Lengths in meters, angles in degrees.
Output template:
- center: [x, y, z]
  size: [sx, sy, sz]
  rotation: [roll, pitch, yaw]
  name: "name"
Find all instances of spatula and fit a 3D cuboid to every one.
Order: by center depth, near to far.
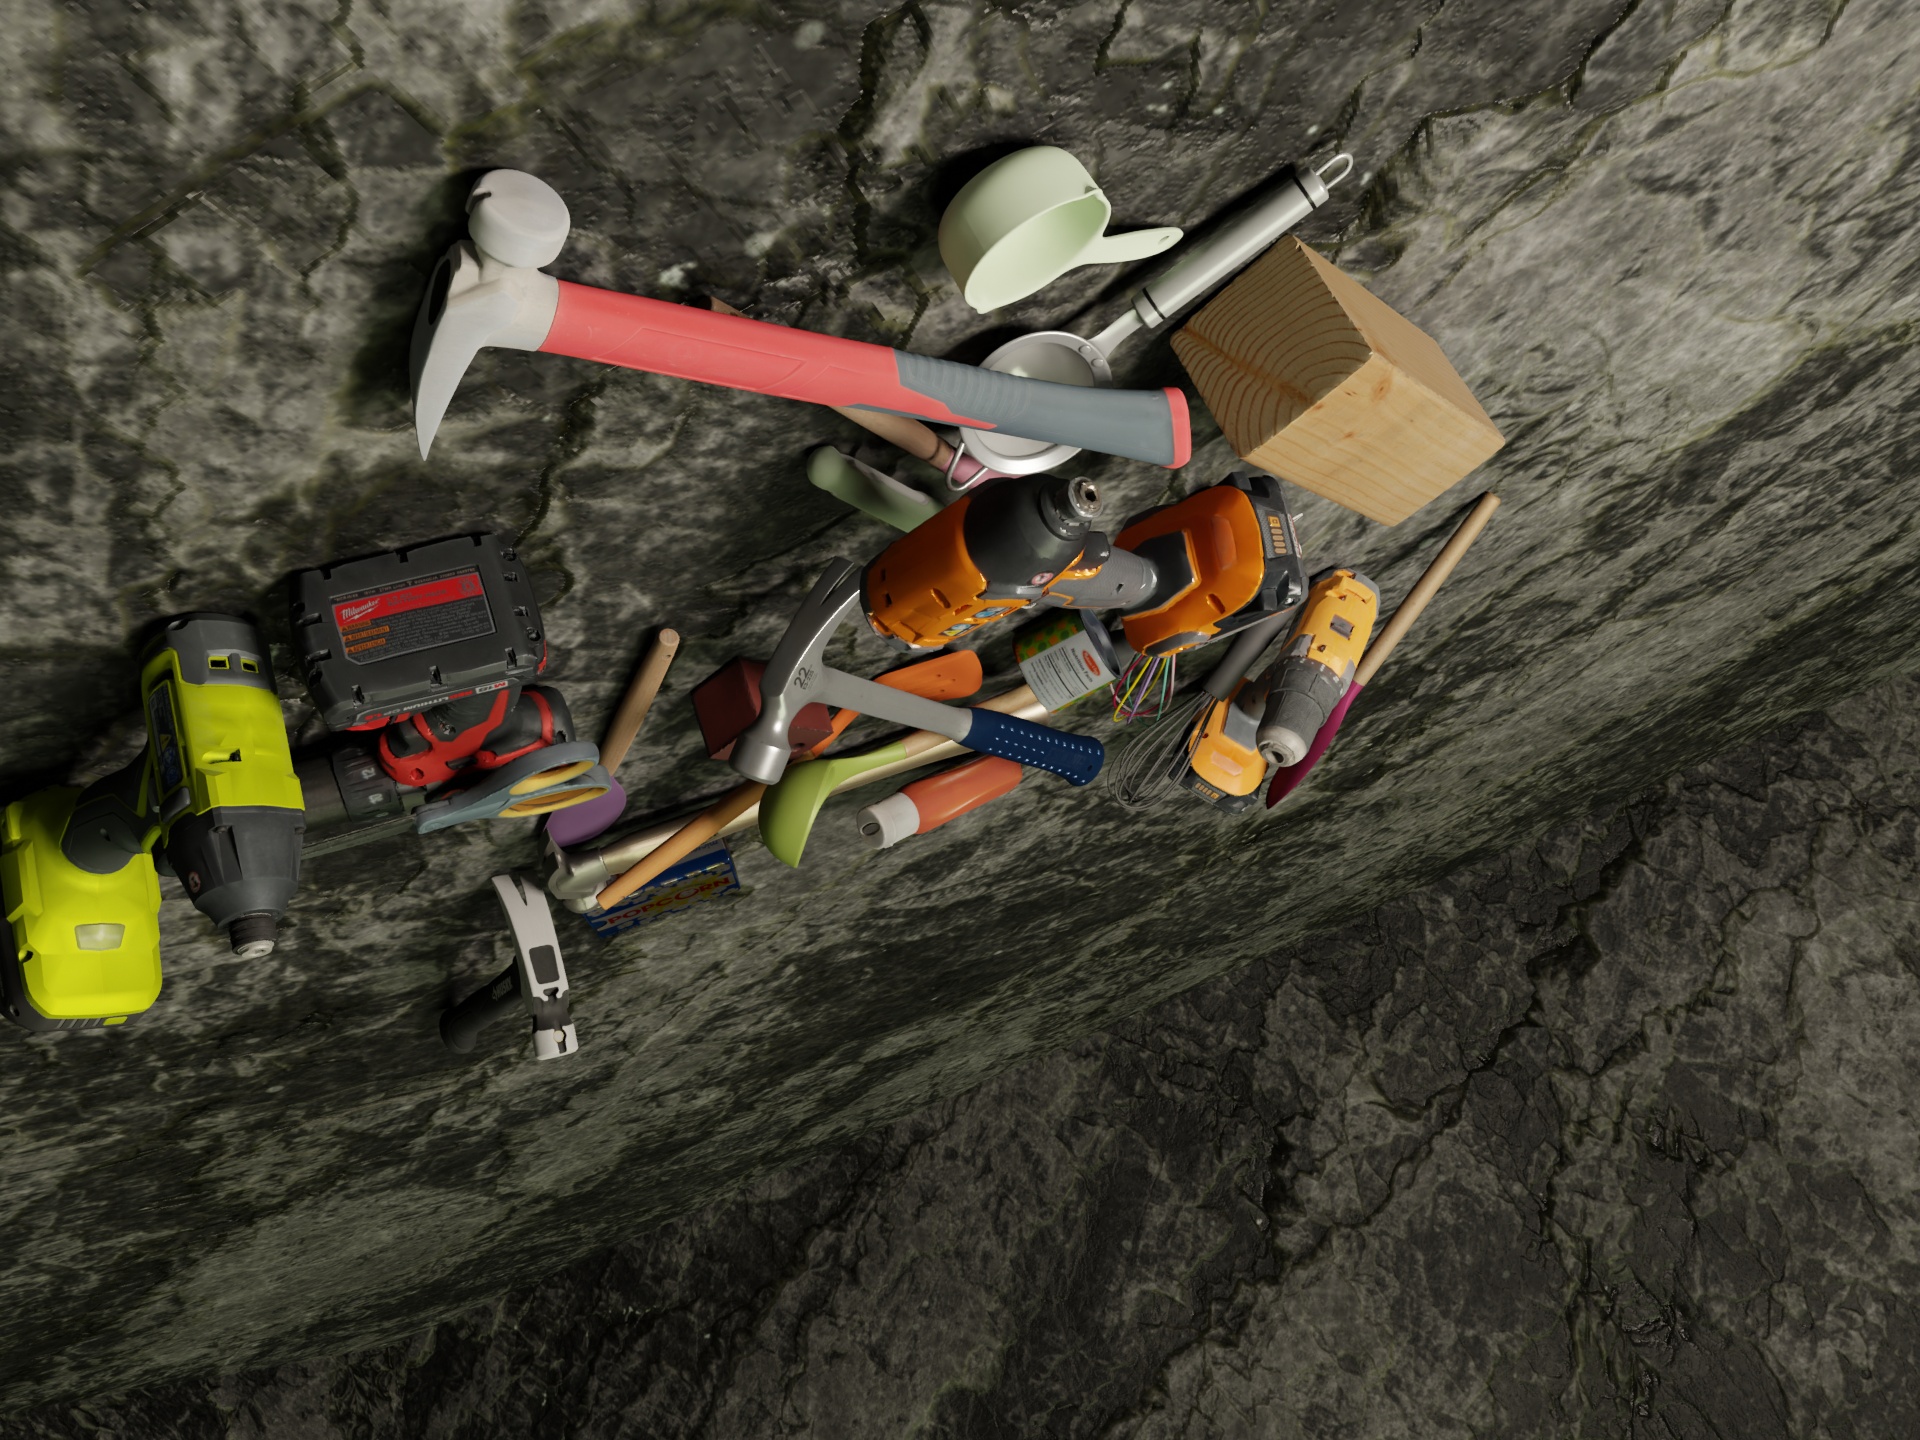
- center: [-0.236, 0.021, 1.089]
  size: [0.059, 0.018, 0.315]
  rotation: [-11, 158, -30]
  name: "spatula"
- center: [-0.124, 0.042, 1.157]
  size: [0.322, 0.041, 0.081]
  rotation: [-37, 161, -9]
  name: "spatula"

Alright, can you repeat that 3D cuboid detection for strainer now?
- center: [0.090, -0.208, 0.819]
  size: [0.258, 0.050, 0.086]
  rotation: [-34, 137, 18]
  name: "strainer"

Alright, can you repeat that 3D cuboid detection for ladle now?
- center: [-0.017, 0.021, 1.175]
  size: [0.320, 0.062, 0.078]
  rotation: [-24, 151, -36]
  name: "ladle"

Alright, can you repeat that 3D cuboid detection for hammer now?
- center: [-0.054, -0.151, 0.746]
  size: [0.386, 0.038, 0.143]
  rotation: [4, 148, -33]
  name: "hammer"
- center: [-0.002, -0.004, 1.116]
  size: [0.405, 0.035, 0.144]
  rotation: [16, 99, -57]
  name: "hammer"
- center: [-0.122, 0.051, 1.233]
  size: [0.410, 0.038, 0.146]
  rotation: [-20, 164, -11]
  name: "hammer"
- center: [-0.391, 0.228, 1.334]
  size: [0.035, 0.146, 0.334]
  rotation: [-8, 166, -31]
  name: "hammer"

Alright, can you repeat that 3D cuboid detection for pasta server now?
- center: [-0.032, -0.148, 0.842]
  size: [0.040, 0.060, 0.316]
  rotation: [-15, 159, 32]
  name: "pasta server"

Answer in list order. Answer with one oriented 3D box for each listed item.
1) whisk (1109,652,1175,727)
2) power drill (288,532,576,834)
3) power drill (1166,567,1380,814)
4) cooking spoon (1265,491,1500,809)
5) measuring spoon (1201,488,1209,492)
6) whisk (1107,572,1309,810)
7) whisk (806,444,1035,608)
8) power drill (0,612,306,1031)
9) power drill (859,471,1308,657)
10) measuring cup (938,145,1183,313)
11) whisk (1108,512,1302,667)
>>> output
- center: [0.159, -0.060, 1.249]
  size: [0.047, 0.051, 0.244]
  rotation: [-10, 154, -14]
  name: "whisk"
- center: [-0.311, -0.003, 0.881]
  size: [0.188, 0.080, 0.226]
  rotation: [-16, 161, -17]
  name: "power drill"
- center: [0.253, -0.003, 1.316]
  size: [0.185, 0.084, 0.226]
  rotation: [-60, -178, -33]
  name: "power drill"
- center: [0.343, -0.054, 1.318]
  size: [0.318, 0.017, 0.069]
  rotation: [-57, -177, 21]
  name: "cooking spoon"
- center: [0.135, -0.130, 1.101]
  size: [0.124, 0.018, 0.034]
  rotation: [-27, 163, 31]
  name: "measuring spoon"
- center: [0.200, -0.025, 1.277]
  size: [0.239, 0.055, 0.055]
  rotation: [-53, 152, 8]
  name: "whisk"
- center: [-0.009, -0.116, 0.948]
  size: [0.059, 0.058, 0.246]
  rotation: [-53, 146, 13]
  name: "whisk"
- center: [-0.419, 0.070, 0.821]
  size: [0.223, 0.171, 0.080]
  rotation: [-32, 157, 32]
  name: "power drill"
- center: [0.080, -0.088, 0.855]
  size: [0.226, 0.084, 0.164]
  rotation: [-3, 167, -36]
  name: "power drill"
- center: [0.052, -0.234, 0.745]
  size: [0.083, 0.038, 0.167]
  rotation: [-38, 171, 40]
  name: "measuring cup"
- center: [0.157, -0.083, 1.142]
  size: [0.070, 0.070, 0.284]
  rotation: [-11, 167, -26]
  name: "whisk"
